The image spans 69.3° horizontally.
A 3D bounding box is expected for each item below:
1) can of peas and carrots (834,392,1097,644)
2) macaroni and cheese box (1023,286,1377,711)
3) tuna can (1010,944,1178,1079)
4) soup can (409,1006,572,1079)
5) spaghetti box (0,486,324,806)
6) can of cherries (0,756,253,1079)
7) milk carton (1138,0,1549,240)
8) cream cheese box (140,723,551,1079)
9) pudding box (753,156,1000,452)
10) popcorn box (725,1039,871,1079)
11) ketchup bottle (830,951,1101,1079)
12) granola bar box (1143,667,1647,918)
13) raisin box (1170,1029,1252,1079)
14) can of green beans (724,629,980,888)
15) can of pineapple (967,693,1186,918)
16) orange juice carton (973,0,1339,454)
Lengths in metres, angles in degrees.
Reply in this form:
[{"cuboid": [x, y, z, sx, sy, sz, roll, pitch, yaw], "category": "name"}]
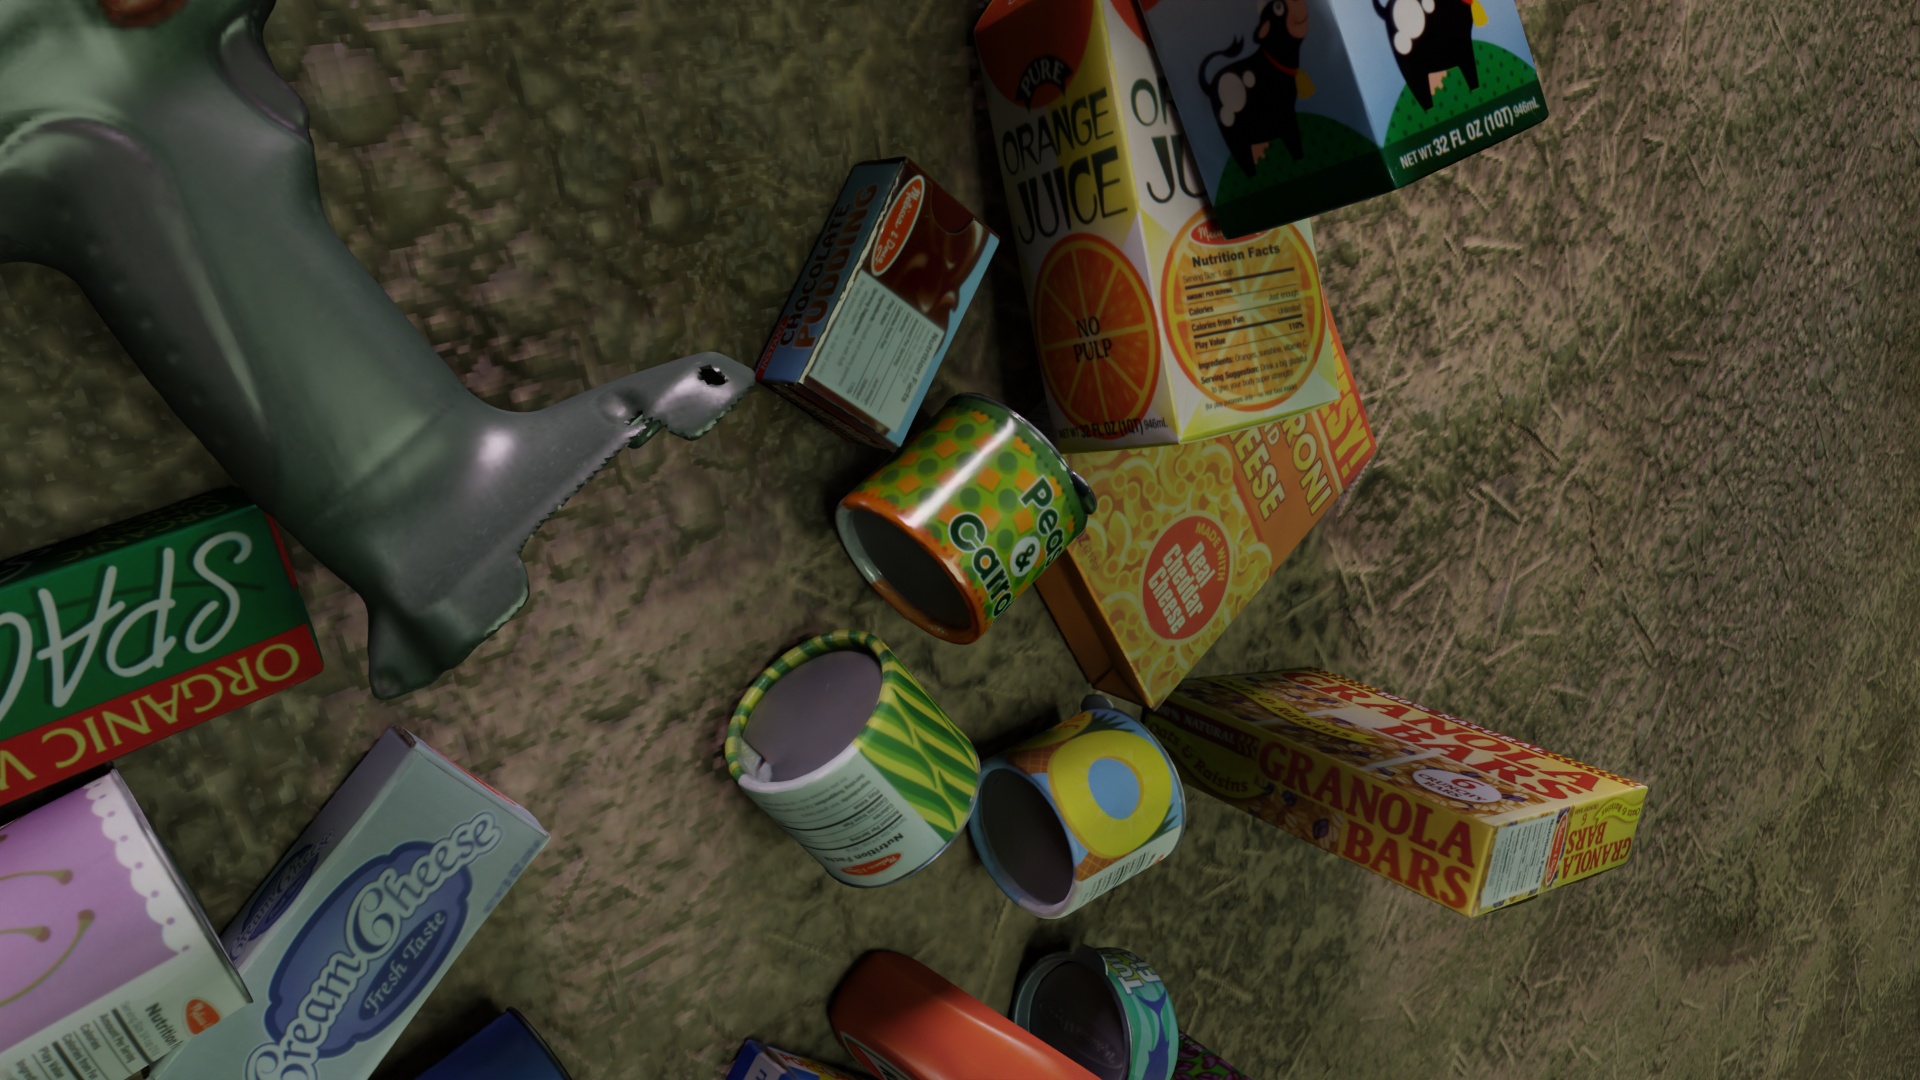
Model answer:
[{"cuboid": [0.002, -0.006, 0.473, 0.059, 0.071, 0.070, -45, 126, -23], "category": "can of peas and carrots"}, {"cuboid": [0.094, -0.034, 0.566, 0.167, 0.040, 0.123, -45, 125, -23], "category": "macaroni and cheese box"}, {"cuboid": [0.055, 0.200, 0.572, 0.033, 0.071, 0.071, 10, 94, -43], "category": "tuna can"}, {"cuboid": [-0.145, 0.187, 0.393, 0.084, 0.071, 0.071, -33, 120, -30], "category": "soup can"}, {"cuboid": [-0.264, 0.053, 0.286, 0.251, 0.029, 0.050, -26, 116, -34], "category": "spaghetti box"}, {"cuboid": [-0.210, 0.094, 0.321, 0.058, 0.071, 0.071, -31, 119, -30], "category": "can of cherries"}, {"cuboid": [0.091, -0.193, 0.400, 0.072, 0.073, 0.190, -27, 101, -27], "category": "milk carton"}, {"cuboid": [-0.168, 0.109, 0.385, 0.104, 0.024, 0.053, -55, 129, -17], "category": "cream cheese box"}, {"cuboid": [-0.027, -0.077, 0.458, 0.049, 0.030, 0.084, 31, 80, -40], "category": "pudding box"}, {"cuboid": [-0.068, 0.253, 0.497, 0.085, 0.038, 0.127, 39, 75, -40], "category": "popcorn box"}, {"cuboid": [0.020, 0.195, 0.485, 0.044, 0.149, 0.064, -53, 129, -19], "category": "ketchup bottle"}, {"cuboid": [0.178, 0.099, 0.586, 0.124, 0.165, 0.039, 0, 103, -41], "category": "granola bar box"}, {"cuboid": [0.070, 0.258, 0.585, 0.124, 0.086, 0.040, -9, 111, -39], "category": "raisin box"}, {"cuboid": [-0.036, 0.072, 0.463, 0.071, 0.071, 0.057, -51, 127, -19], "category": "can of green beans"}, {"cuboid": [0.043, 0.103, 0.539, 0.058, 0.071, 0.070, -19, 113, -36], "category": "can of pineapple"}, {"cuboid": [0.062, -0.130, 0.468, 0.073, 0.071, 0.192, -15, 97, -29], "category": "orange juice carton"}]
